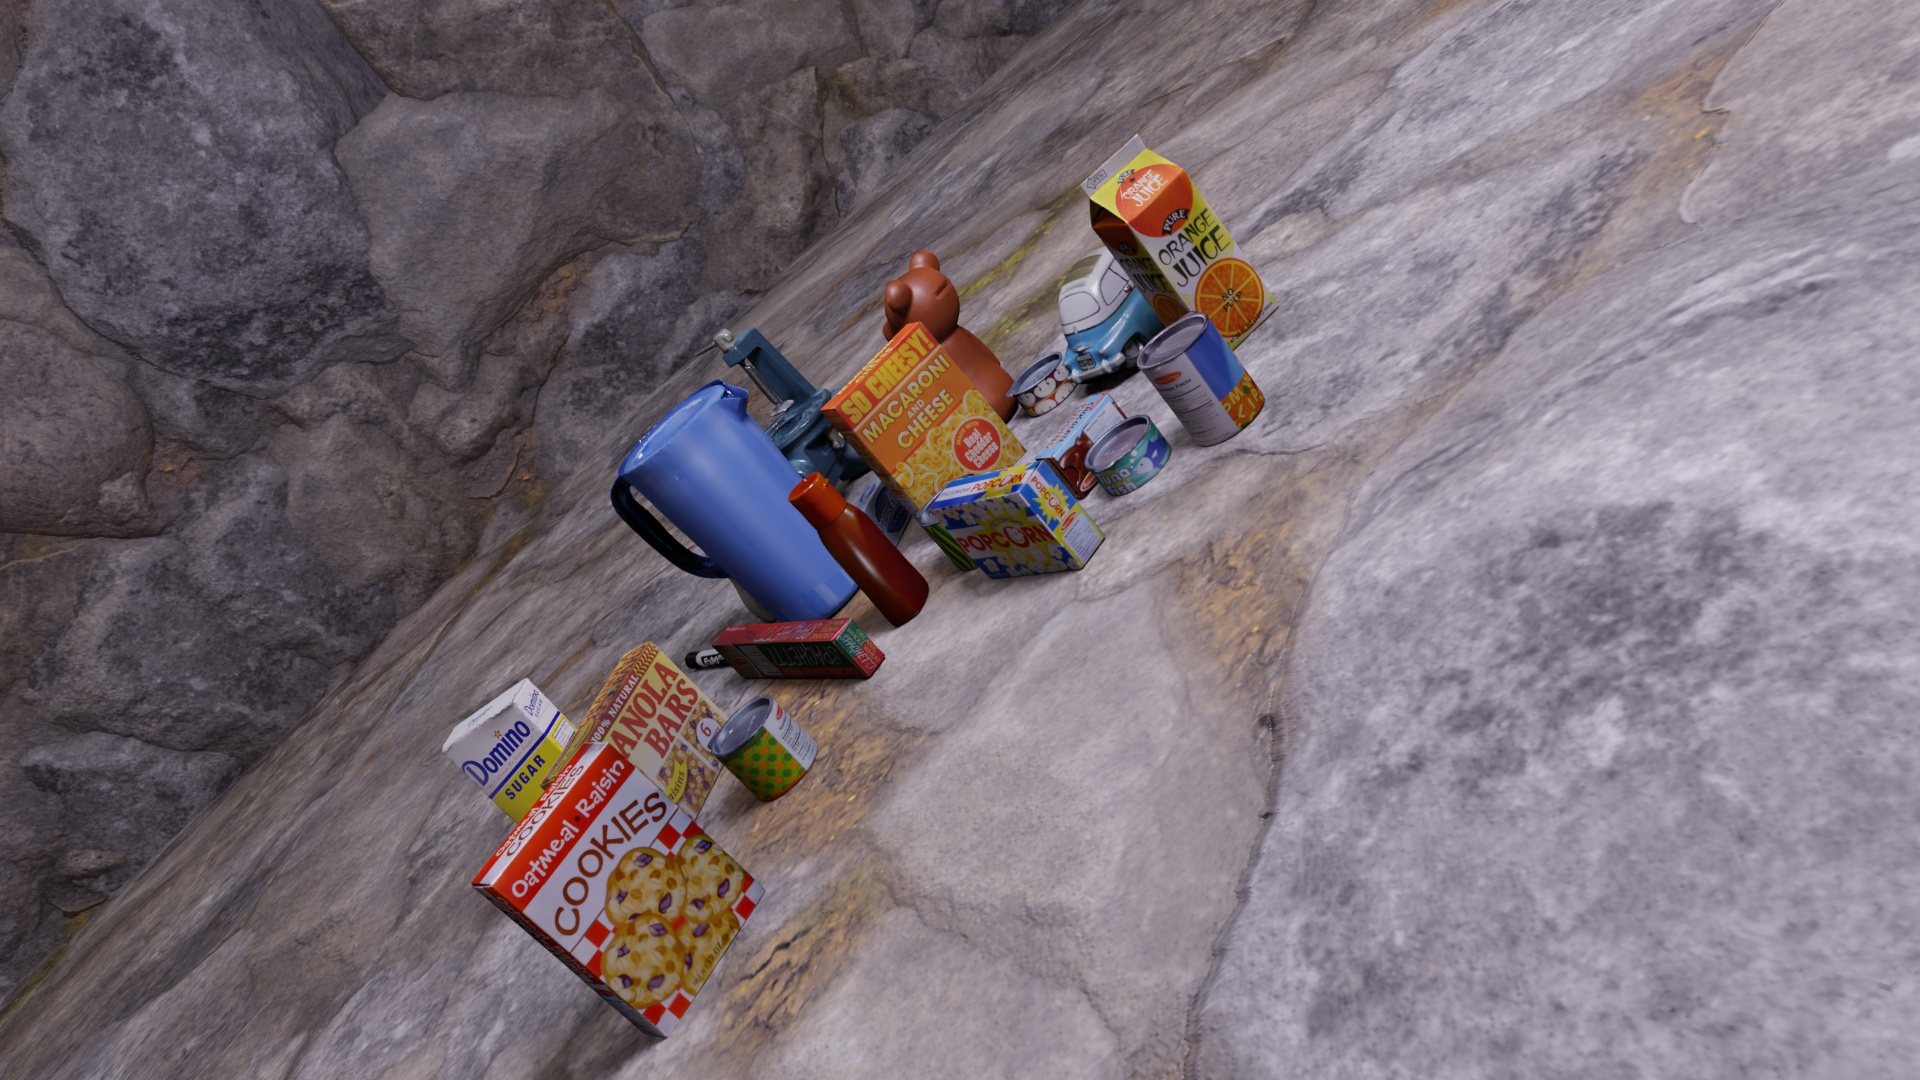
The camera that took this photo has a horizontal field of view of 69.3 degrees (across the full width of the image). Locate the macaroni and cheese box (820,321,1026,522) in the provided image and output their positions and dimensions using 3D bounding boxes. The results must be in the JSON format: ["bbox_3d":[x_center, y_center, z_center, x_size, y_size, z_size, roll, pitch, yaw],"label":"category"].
[{"bbox_3d":[-0.034,-0.104,1.318,0.124,0.166,0.040,-47,21,-18],"label":"macaroni and cheese box"}]

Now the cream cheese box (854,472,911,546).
[{"bbox_3d":[-0.078,-0.029,1.403,0.024,0.053,0.104,-27,24,33],"label":"cream cheese box"}]

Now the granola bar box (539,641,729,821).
[{"bbox_3d":[-0.272,0.187,1.198,0.039,0.124,0.166,-28,24,32],"label":"granola bar box"}]

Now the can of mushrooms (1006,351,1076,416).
[{"bbox_3d":[0.084,-0.157,1.412,0.071,0.033,0.071,-35,21,16],"label":"can of mushrooms"}]

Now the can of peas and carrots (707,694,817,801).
[{"bbox_3d":[-0.161,0.171,1.133,0.071,0.058,0.071,-35,21,16],"label":"can of peas and carrots"}]

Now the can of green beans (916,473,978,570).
[{"bbox_3d":[0.006,-0.016,1.223,0.071,0.057,0.071,-35,21,16],"label":"can of green beans"}]

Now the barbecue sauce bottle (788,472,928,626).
[{"bbox_3d":[-0.089,0.005,1.217,0.043,0.148,0.065,-33,21,20],"label":"barbecue sauce bottle"}]

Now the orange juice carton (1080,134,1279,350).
[{"bbox_3d":[0.184,-0.255,1.207,0.072,0.192,0.073,-44,20,-8],"label":"orange juice carton"}]

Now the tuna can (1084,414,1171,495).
[{"bbox_3d":[0.136,-0.068,1.138,0.071,0.032,0.071,-35,21,16],"label":"tuna can"}]

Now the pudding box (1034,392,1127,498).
[{"bbox_3d":[0.108,-0.081,1.189,0.084,0.049,0.030,-49,22,-21],"label":"pudding box"}]

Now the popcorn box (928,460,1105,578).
[{"bbox_3d":[0.043,-0.014,1.115,0.126,0.085,0.038,-9,37,55],"label":"popcorn box"}]

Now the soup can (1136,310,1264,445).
[{"bbox_3d":[0.190,-0.128,1.092,0.071,0.083,0.071,-35,21,16],"label":"soup can"}]

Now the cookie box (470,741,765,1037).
[{"bbox_3d":[-0.232,0.240,0.960,0.040,0.167,0.123,-16,31,49],"label":"cookie box"}]

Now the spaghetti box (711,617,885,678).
[{"bbox_3d":[-0.153,0.101,1.274,0.249,0.050,0.029,-8,38,55],"label":"spaghetti box"}]

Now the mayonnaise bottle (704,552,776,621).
[{"bbox_3d":[-0.230,0.015,1.445,0.065,0.148,0.041,-49,22,-22],"label":"mayonnaise bottle"}]
